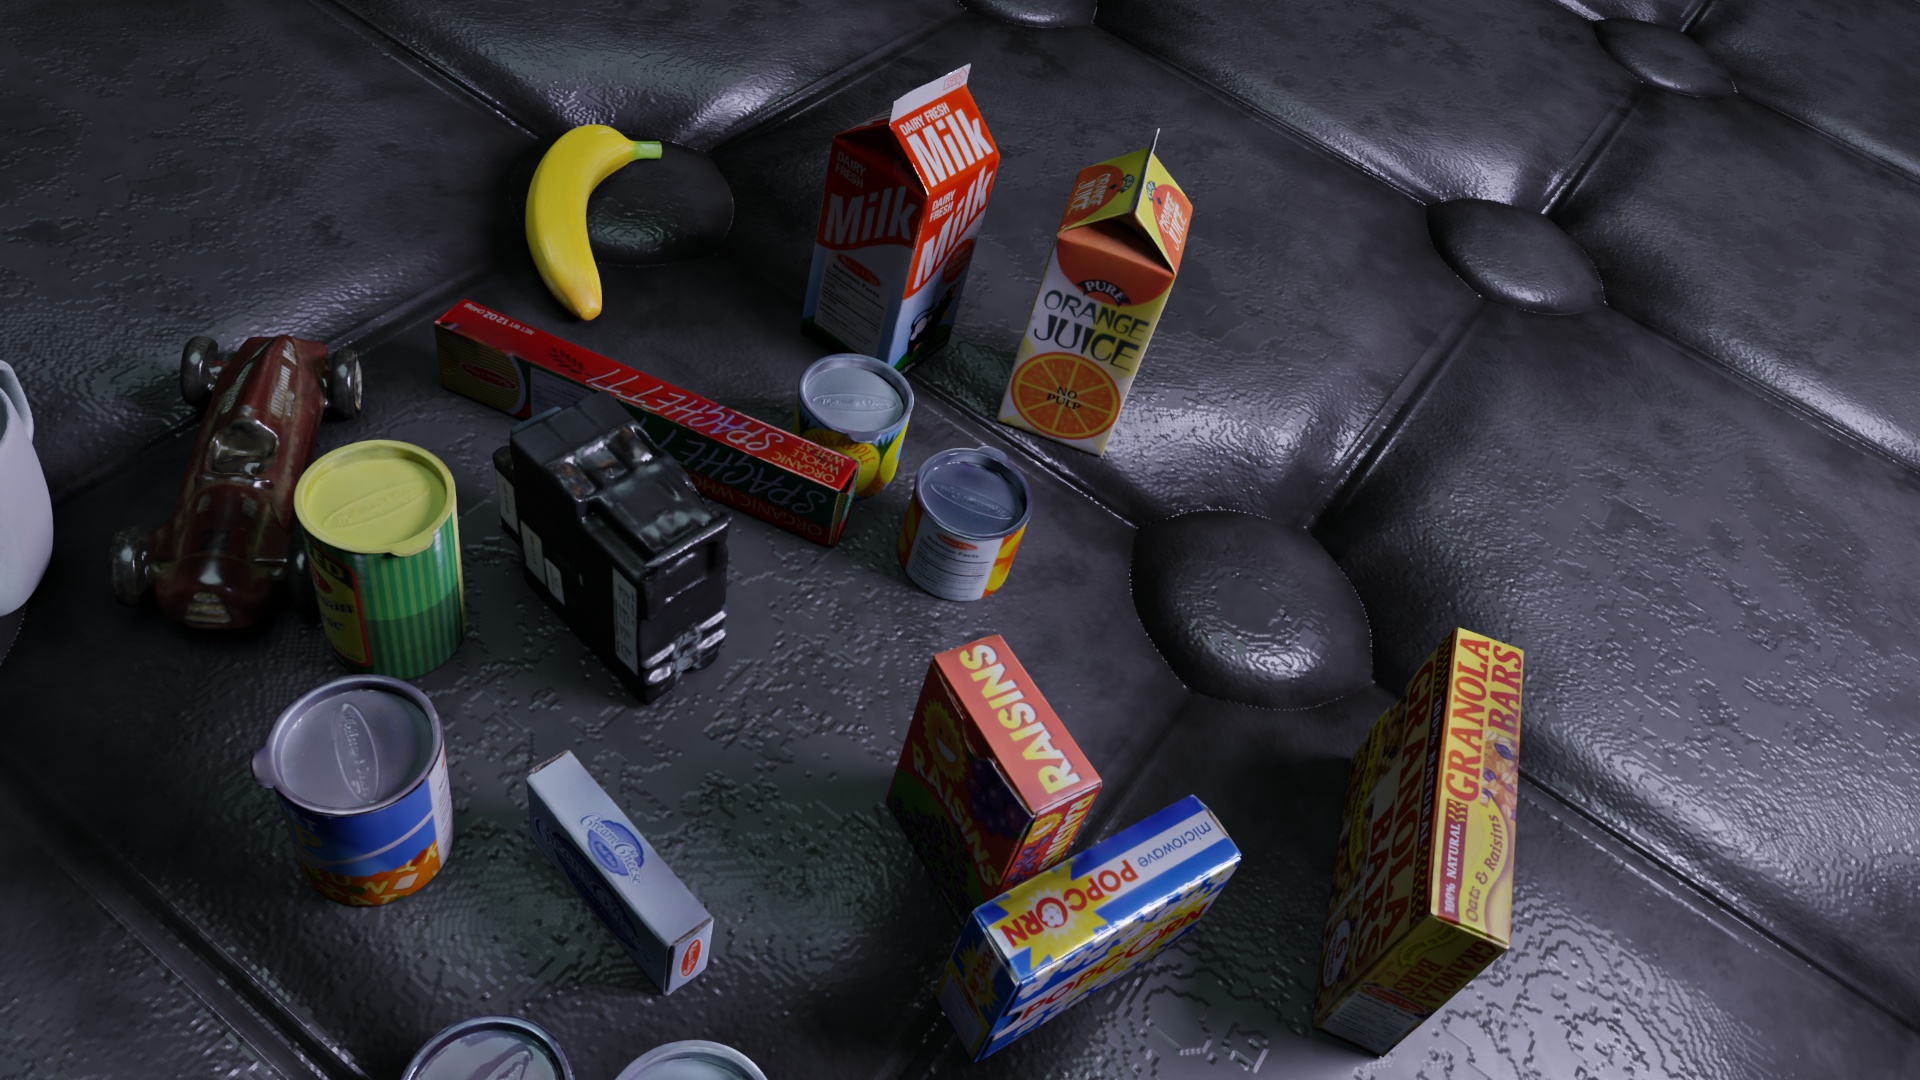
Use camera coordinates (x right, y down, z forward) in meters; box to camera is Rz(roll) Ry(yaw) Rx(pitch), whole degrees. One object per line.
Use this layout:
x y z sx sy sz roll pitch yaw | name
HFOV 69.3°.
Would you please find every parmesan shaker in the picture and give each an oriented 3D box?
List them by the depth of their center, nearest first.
-0.267 0.014 0.651 0.071 0.102 0.072 8 48 -9 | parmesan shaker

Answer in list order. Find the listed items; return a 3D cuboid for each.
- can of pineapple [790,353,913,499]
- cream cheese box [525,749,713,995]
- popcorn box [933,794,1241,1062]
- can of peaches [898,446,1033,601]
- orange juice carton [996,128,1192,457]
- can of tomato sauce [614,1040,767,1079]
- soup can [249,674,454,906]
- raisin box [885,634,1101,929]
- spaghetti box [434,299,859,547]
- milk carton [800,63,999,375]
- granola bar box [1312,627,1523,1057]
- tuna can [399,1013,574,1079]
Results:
-0.065 -0.064 0.805 0.071 0.057 0.071 8 48 -9 | can of pineapple
-0.150 0.144 0.603 0.024 0.053 0.104 -32 64 -35 | cream cheese box
0.056 0.171 0.616 0.127 0.084 0.038 -20 58 -29 | popcorn box
0.003 -0.010 0.777 0.071 0.057 0.071 8 48 -9 | can of peaches
0.084 -0.148 0.829 0.073 0.191 0.072 19 48 1 | orange juice carton
-0.102 0.235 0.517 0.071 0.082 0.071 8 48 -9 | can of tomato sauce
-0.253 0.107 0.586 0.071 0.083 0.072 8 48 -9 | soup can
0.011 0.113 0.628 0.040 0.122 0.086 -17 57 -28 | raisin box
-0.176 -0.065 0.781 0.250 0.049 0.029 22 48 4 | spaghetti box
-0.035 -0.193 0.836 0.073 0.189 0.073 36 50 16 | milk carton
0.218 0.141 0.661 0.039 0.123 0.166 21 48 3 | granola bar box
-0.182 0.223 0.539 0.071 0.032 0.071 8 48 -9 | tuna can
